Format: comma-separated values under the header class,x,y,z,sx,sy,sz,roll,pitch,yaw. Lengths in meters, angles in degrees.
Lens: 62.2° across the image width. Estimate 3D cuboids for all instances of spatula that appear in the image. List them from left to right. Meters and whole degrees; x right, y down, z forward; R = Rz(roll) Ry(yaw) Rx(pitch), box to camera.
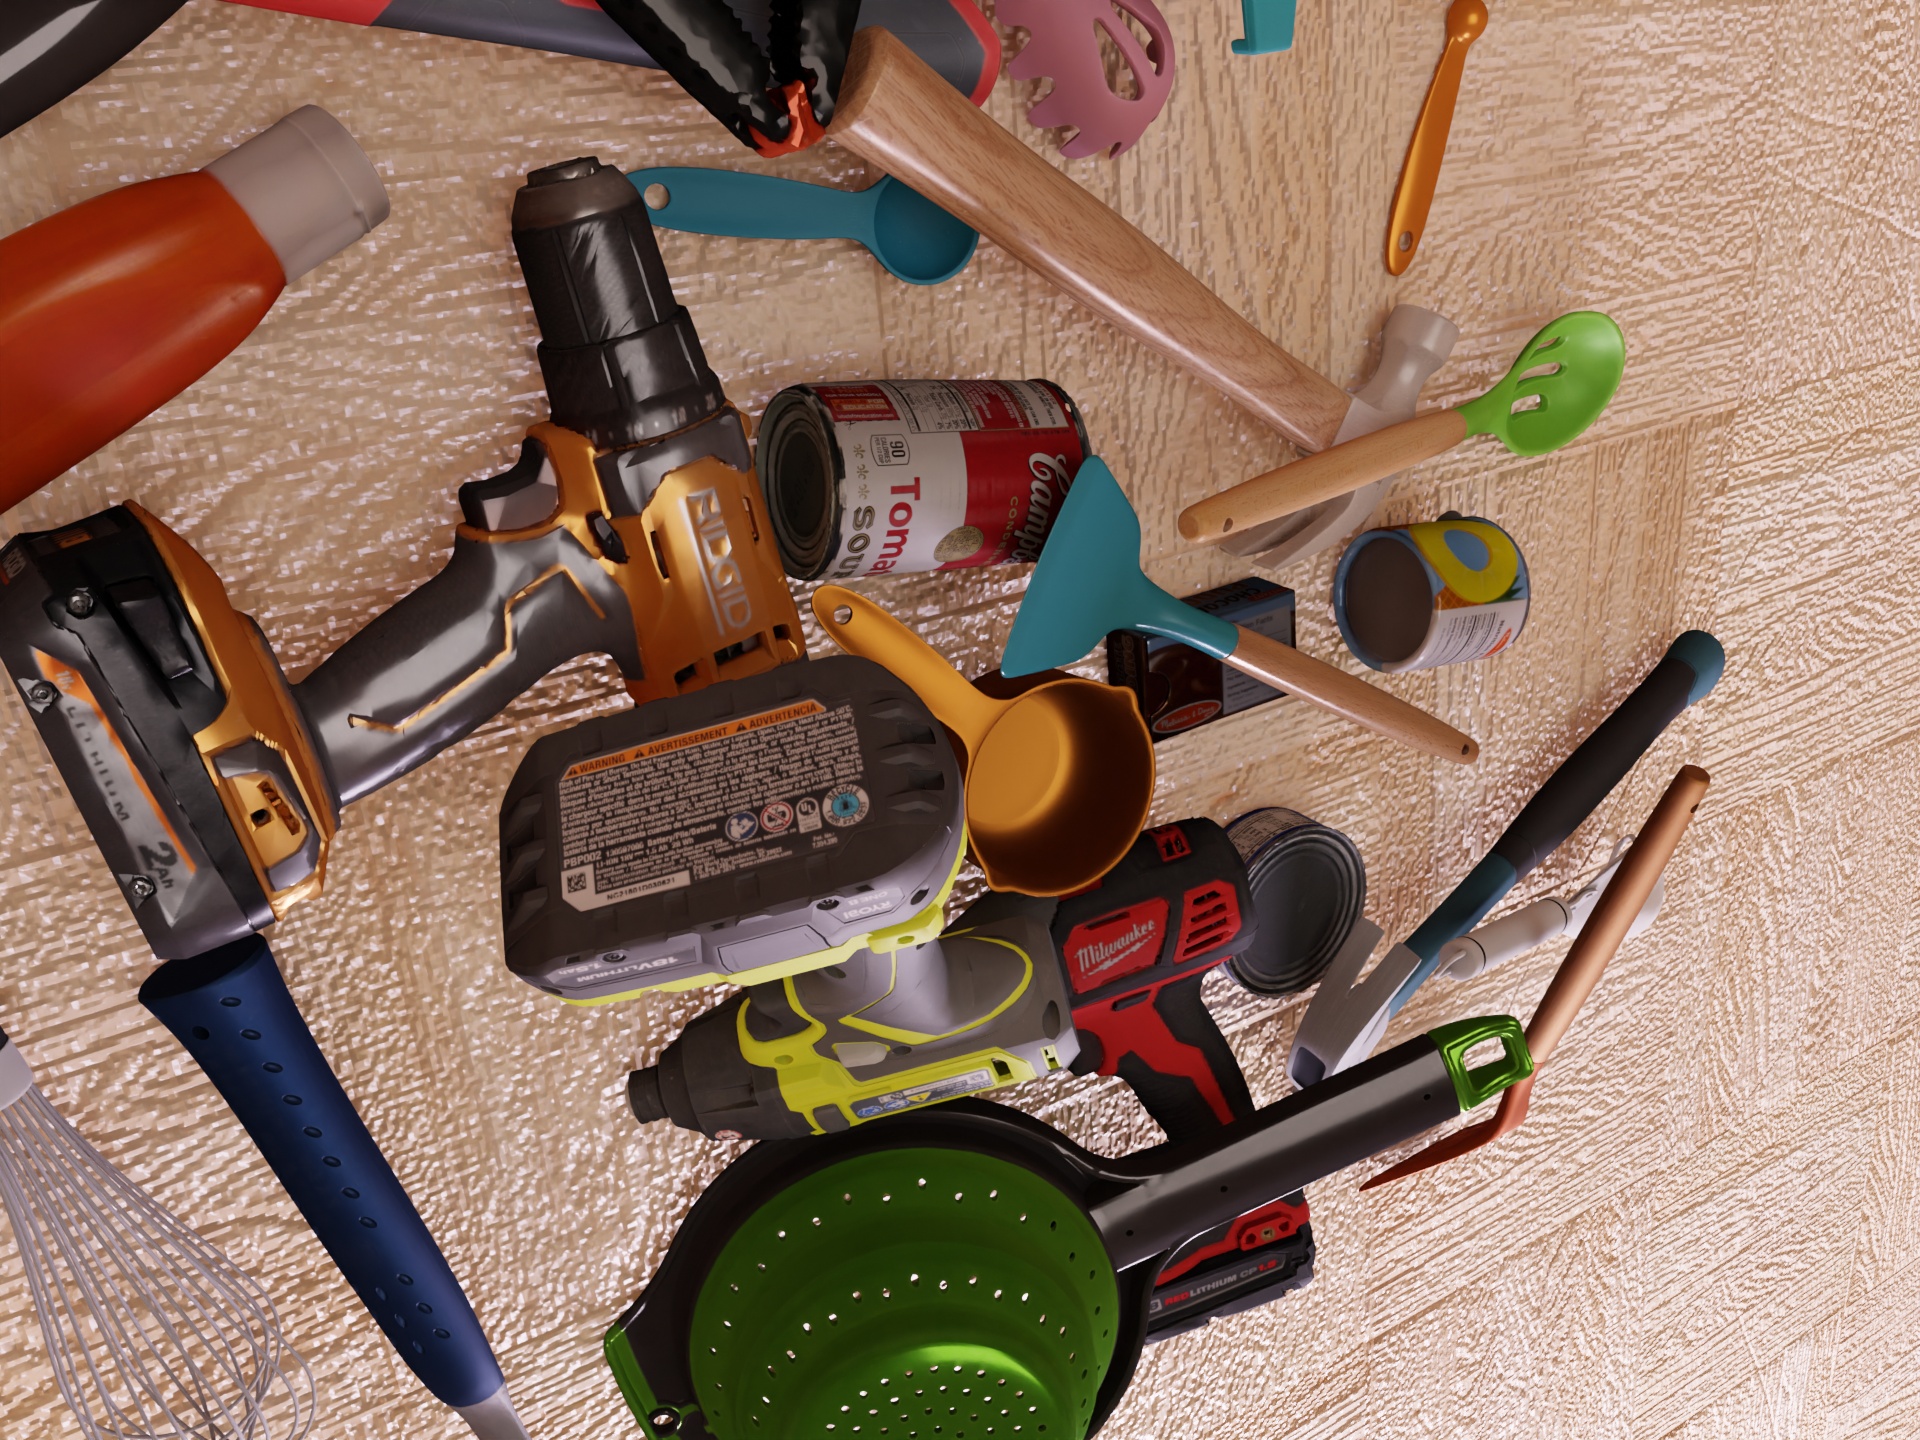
class,x,y,z,sx,sy,sz,roll,pitch,yaw
spatula,0.131,-0.021,0.652,0.317,0.044,0.082,19,96,-39
spatula,0.279,0.138,0.769,0.081,0.041,0.322,-17,137,-29

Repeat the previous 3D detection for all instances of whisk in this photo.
class,x,y,z,sx,sy,sz,roll,pitch,yaw
whisk,-0.277,-0.131,0.397,0.239,0.055,0.055,-48,125,-14
whisk,-0.281,0.134,0.487,0.070,0.070,0.284,-27,115,-21

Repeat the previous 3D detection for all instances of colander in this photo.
class,x,y,z,sx,sy,sz,roll,pitch,yaw
colander,0.057,0.223,0.620,0.397,0.095,0.204,-24,109,-1

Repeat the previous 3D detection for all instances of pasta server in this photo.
class,x,y,z,sx,sy,sz,roll,pitch,yaw
pasta server,-0.025,-0.308,0.506,0.316,0.040,0.060,42,83,-31

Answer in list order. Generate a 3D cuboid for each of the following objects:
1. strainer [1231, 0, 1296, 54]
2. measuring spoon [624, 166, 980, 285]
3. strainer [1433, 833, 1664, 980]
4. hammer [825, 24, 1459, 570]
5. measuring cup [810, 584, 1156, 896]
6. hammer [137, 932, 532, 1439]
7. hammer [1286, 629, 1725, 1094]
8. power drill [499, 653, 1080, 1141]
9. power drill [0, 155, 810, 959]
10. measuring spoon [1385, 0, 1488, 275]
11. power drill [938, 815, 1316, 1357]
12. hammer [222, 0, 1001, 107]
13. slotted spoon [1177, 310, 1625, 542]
class,x,y,z,sx,sy,sz,roll,pitch,yaw
strainer,0.096,-0.402,0.509,0.210,0.095,0.340,34,81,-39
measuring spoon,-0.056,-0.174,0.542,0.128,0.021,0.042,-1,108,-22
strainer,0.300,0.099,0.796,0.258,0.050,0.086,-9,144,-46
hammer,0.075,-0.151,0.591,0.331,0.031,0.130,19,97,-44
measuring cup,-0.001,-0.002,0.614,0.173,0.052,0.095,38,83,-28
hammer,-0.167,0.249,0.578,0.144,0.035,0.405,-13,115,17
hammer,0.282,0.068,0.810,0.331,0.033,0.128,-41,148,-18
power drill,-0.058,0.081,0.533,0.171,0.080,0.223,-15,147,3
power drill,-0.163,-0.053,0.478,0.226,0.084,0.185,-27,119,-27
measuring spoon,0.203,-0.247,0.675,0.021,0.011,0.117,6,103,-33
power drill,0.070,0.158,0.691,0.143,0.079,0.219,-18,112,-5
hammer,-0.148,-0.190,0.431,0.386,0.038,0.143,-6,92,-36
slotted spoon,0.192,-0.120,0.664,0.314,0.031,0.070,-24,133,-39
